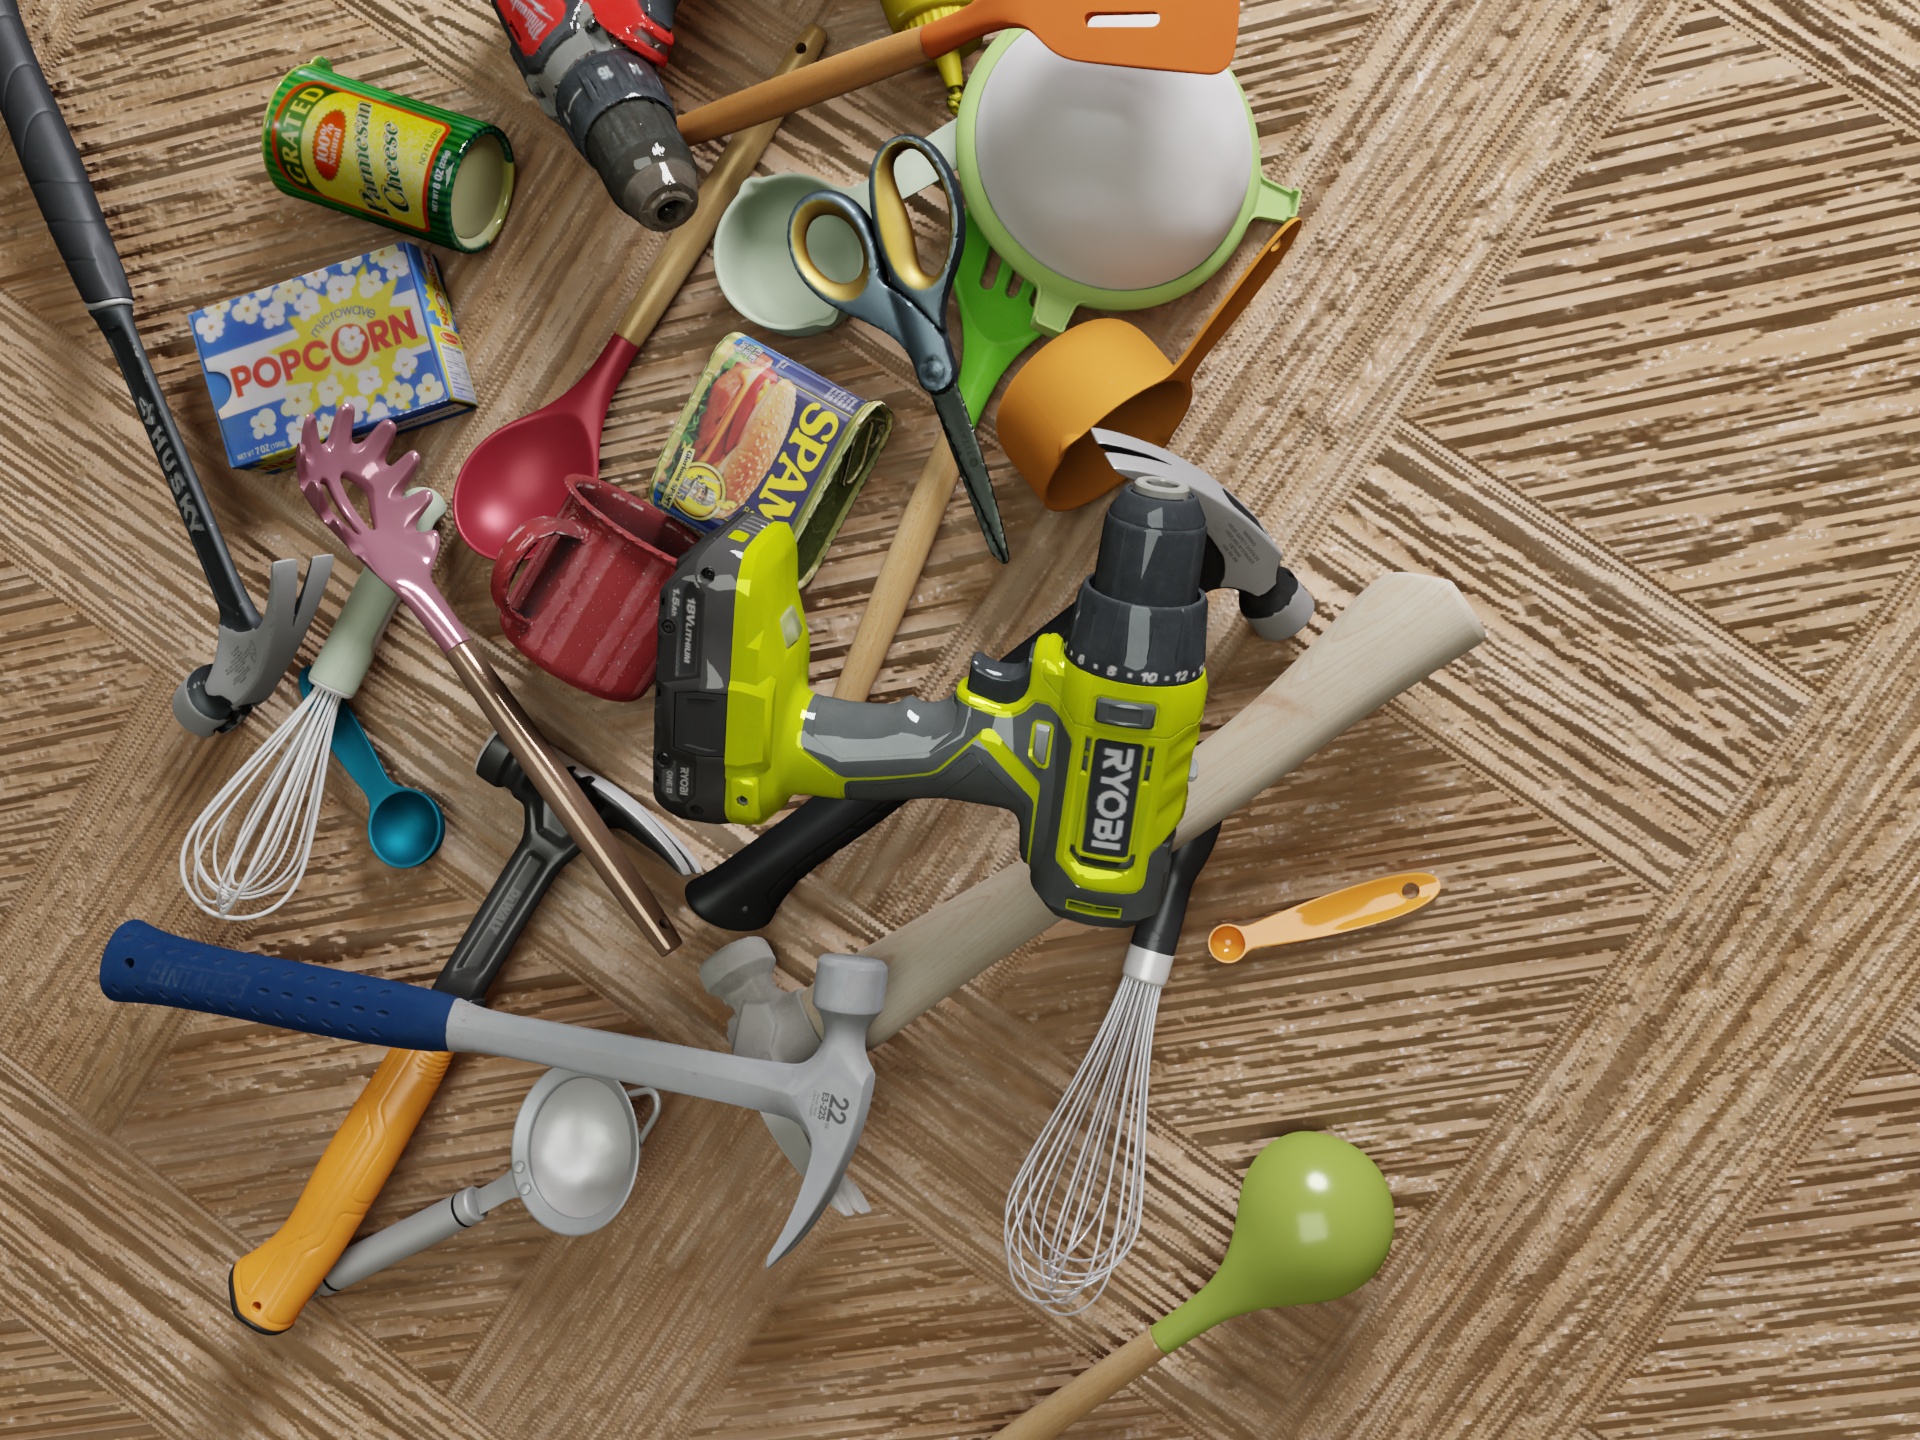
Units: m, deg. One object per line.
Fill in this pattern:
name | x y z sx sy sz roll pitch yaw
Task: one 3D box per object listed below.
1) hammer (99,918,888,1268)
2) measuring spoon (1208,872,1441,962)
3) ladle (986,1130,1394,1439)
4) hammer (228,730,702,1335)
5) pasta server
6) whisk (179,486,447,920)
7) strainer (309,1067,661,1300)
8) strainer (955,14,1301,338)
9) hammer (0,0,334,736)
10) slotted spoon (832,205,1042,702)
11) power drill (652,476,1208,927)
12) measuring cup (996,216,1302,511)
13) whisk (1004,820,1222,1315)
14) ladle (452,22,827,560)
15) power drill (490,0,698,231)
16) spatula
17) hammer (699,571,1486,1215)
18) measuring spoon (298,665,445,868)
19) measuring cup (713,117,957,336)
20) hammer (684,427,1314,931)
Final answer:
hammer | -0.239 0.157 0.778 0.405 0.035 0.144 8 87 13
measuring spoon | 0.178 0.096 0.782 0.117 0.011 0.021 -17 89 5
ladle | 0.081 0.317 0.793 0.320 0.062 0.078 -41 88 14
hammer | -0.271 0.175 0.824 0.127 0.034 0.337 32 92 7
pasta server | -0.230 -0.017 0.788 0.040 0.060 0.316 -38 86 42
whisk | -0.329 -0.010 0.824 0.059 0.058 0.246 27 87 -19
strainer | -0.249 0.250 0.833 0.258 0.050 0.087 -28 66 14
strainer | 0.053 -0.317 0.724 0.151 0.069 0.256 -28 95 -11
hammer | -0.434 -0.202 0.824 0.149 0.036 0.409 -30 82 39
slotted spoon | -0.013 -0.120 0.792 0.070 0.031 0.314 22 97 2
power drill | -0.008 -0.020 0.680 0.228 0.080 0.190 9 113 6
measuring cup | 0.083 -0.174 0.727 0.052 0.095 0.173 51 123 17
whisk | 0.083 0.150 0.774 0.070 0.070 0.284 17 90 7
ladle | -0.157 -0.216 0.809 0.069 0.031 0.315 34 94 4
power drill | -0.117 -0.356 0.735 0.226 0.080 0.188 -38 67 23
spatula | -0.028 -0.298 0.725 0.323 0.041 0.081 -2 88 37
hammer | 0.068 0.072 0.752 0.410 0.038 0.146 -35 69 10
measuring spoon | -0.314 0.023 0.848 0.042 0.021 0.129 -38 78 7
measuring cup | -0.043 -0.252 0.787 0.167 0.038 0.083 -31 88 6
hammer | -0.001 -0.002 0.764 0.334 0.035 0.146 -36 130 14
